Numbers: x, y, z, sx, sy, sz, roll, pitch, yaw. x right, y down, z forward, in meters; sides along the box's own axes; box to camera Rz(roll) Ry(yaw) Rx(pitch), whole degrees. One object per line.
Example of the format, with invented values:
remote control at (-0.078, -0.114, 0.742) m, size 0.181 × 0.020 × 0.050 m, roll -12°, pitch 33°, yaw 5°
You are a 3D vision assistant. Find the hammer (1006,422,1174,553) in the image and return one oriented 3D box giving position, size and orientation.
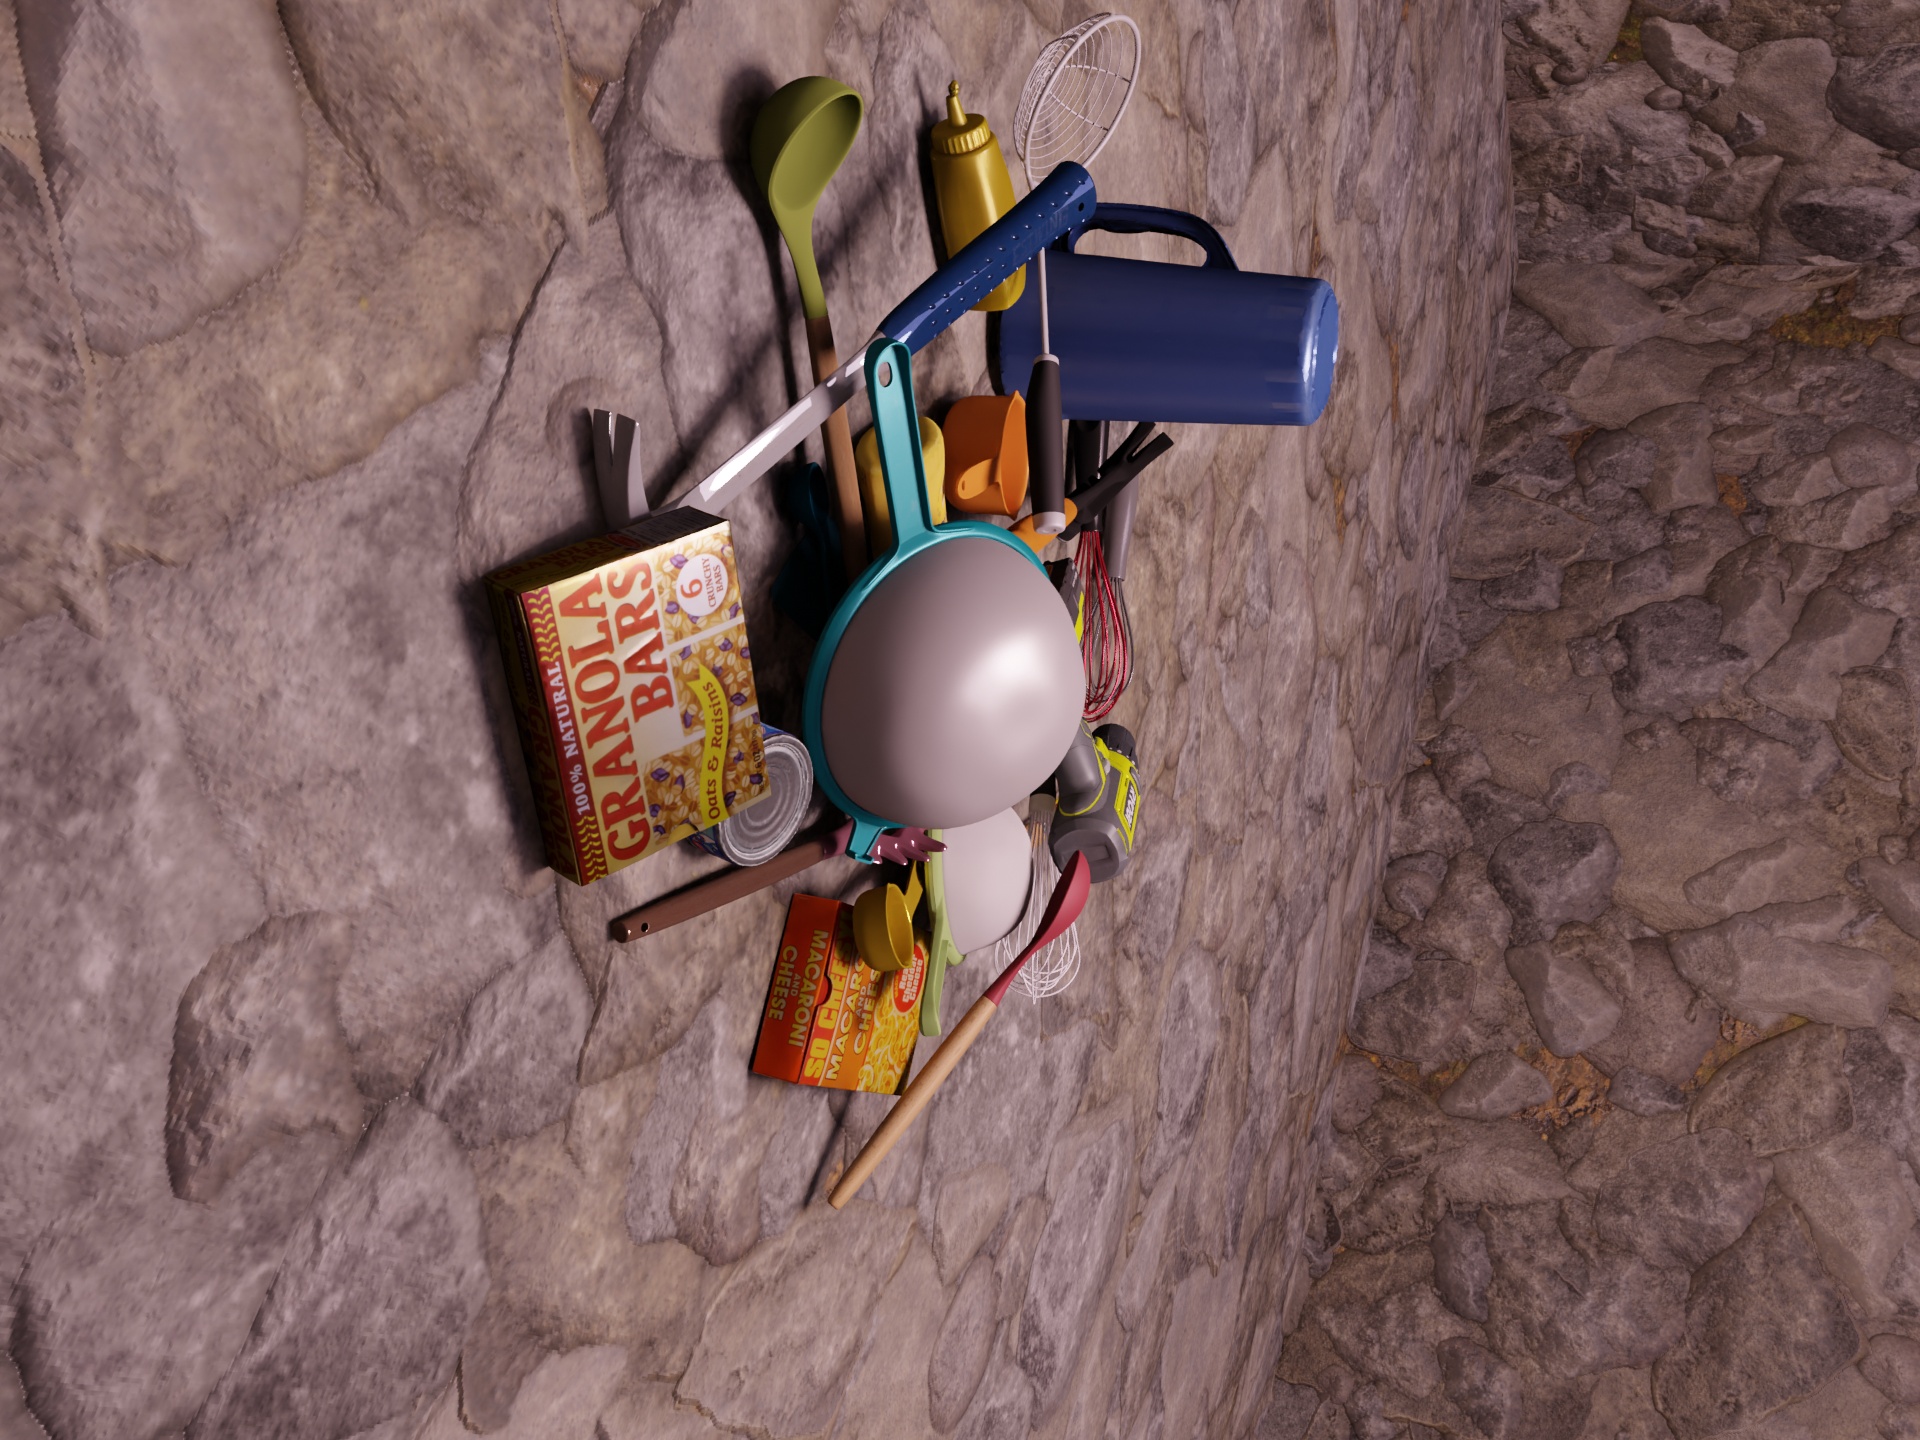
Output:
hammer at (0.072, -0.153, 1.194) m, size 0.127 × 0.034 × 0.337 m, roll -43°, pitch 180°, yaw 27°

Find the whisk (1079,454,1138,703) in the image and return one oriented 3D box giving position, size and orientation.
whisk at (0.142, -0.132, 1.464) m, size 0.055 × 0.055 × 0.239 m, roll 22°, pitch 73°, yaw -64°

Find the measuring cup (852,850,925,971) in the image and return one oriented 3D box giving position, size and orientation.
measuring cup at (-0.047, 0.125, 1.106) m, size 0.156 × 0.029 × 0.062 m, roll -68°, pitch 145°, yaw -72°

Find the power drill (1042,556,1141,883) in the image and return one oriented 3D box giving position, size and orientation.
power drill at (0.087, -0.008, 1.274) m, size 0.191 × 0.080 × 0.228 m, roll -68°, pitch 140°, yaw -59°

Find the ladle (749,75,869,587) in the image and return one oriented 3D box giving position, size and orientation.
ladle at (-0.073, -0.217, 0.959) m, size 0.078 × 0.062 × 0.320 m, roll -41°, pitch 131°, yaw -49°

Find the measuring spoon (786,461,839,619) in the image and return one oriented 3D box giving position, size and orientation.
measuring spoon at (-0.092, -0.097, 1.001) m, size 0.042 × 0.021 × 0.128 m, roll -58°, pitch 142°, yaw -72°

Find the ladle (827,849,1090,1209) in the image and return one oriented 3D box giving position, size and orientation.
ladle at (0.005, 0.226, 1.169) m, size 0.315 × 0.031 × 0.069 m, roll -51°, pitch 177°, yaw -15°

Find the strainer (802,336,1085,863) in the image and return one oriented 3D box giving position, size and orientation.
strainer at (0.002, -0.063, 0.965) m, size 0.211 × 0.095 × 0.340 m, roll -32°, pitch 132°, yaw -28°

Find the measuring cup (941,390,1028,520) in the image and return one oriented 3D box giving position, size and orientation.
measuring cup at (0.004, -0.181, 1.129) m, size 0.174 × 0.052 × 0.095 m, roll -45°, pitch 138°, yaw -64°

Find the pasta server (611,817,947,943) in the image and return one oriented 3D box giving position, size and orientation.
pasta server at (-0.103, 0.090, 1.016) m, size 0.316 × 0.040 × 0.060 m, roll -19°, pitch 105°, yaw -57°

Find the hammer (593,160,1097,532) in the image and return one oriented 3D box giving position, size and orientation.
hammer at (-0.052, -0.216, 0.930) m, size 0.405 × 0.035 × 0.143 m, roll -46°, pitch 139°, yaw -27°

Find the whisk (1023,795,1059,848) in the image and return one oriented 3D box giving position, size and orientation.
whisk at (0.072, 0.093, 1.405) m, size 0.245 × 0.051 × 0.047 m, roll -18°, pitch 92°, yaw -58°

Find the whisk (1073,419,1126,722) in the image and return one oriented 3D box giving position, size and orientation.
whisk at (0.113, -0.145, 1.387) m, size 0.073 × 0.073 × 0.296 m, roll -7°, pitch 98°, yaw -64°

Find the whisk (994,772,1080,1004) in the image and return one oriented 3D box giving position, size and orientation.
whisk at (0.066, 0.101, 1.316) m, size 0.070 × 0.070 × 0.285 m, roll 63°, pitch 26°, yaw -51°

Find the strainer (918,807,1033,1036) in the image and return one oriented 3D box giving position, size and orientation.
strainer at (0.014, 0.137, 1.164) m, size 0.257 × 0.069 × 0.151 m, roll -80°, pitch 163°, yaw -58°

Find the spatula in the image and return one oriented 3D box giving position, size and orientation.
spatula at (-0.062, 0.005, 1.113) m, size 0.317 × 0.044 × 0.082 m, roll 78°, pitch 31°, yaw -45°

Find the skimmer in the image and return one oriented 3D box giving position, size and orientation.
skimmer at (0.086, -0.310, 1.107) m, size 0.127 × 0.090 × 0.363 m, roll 34°, pitch 53°, yaw -72°
